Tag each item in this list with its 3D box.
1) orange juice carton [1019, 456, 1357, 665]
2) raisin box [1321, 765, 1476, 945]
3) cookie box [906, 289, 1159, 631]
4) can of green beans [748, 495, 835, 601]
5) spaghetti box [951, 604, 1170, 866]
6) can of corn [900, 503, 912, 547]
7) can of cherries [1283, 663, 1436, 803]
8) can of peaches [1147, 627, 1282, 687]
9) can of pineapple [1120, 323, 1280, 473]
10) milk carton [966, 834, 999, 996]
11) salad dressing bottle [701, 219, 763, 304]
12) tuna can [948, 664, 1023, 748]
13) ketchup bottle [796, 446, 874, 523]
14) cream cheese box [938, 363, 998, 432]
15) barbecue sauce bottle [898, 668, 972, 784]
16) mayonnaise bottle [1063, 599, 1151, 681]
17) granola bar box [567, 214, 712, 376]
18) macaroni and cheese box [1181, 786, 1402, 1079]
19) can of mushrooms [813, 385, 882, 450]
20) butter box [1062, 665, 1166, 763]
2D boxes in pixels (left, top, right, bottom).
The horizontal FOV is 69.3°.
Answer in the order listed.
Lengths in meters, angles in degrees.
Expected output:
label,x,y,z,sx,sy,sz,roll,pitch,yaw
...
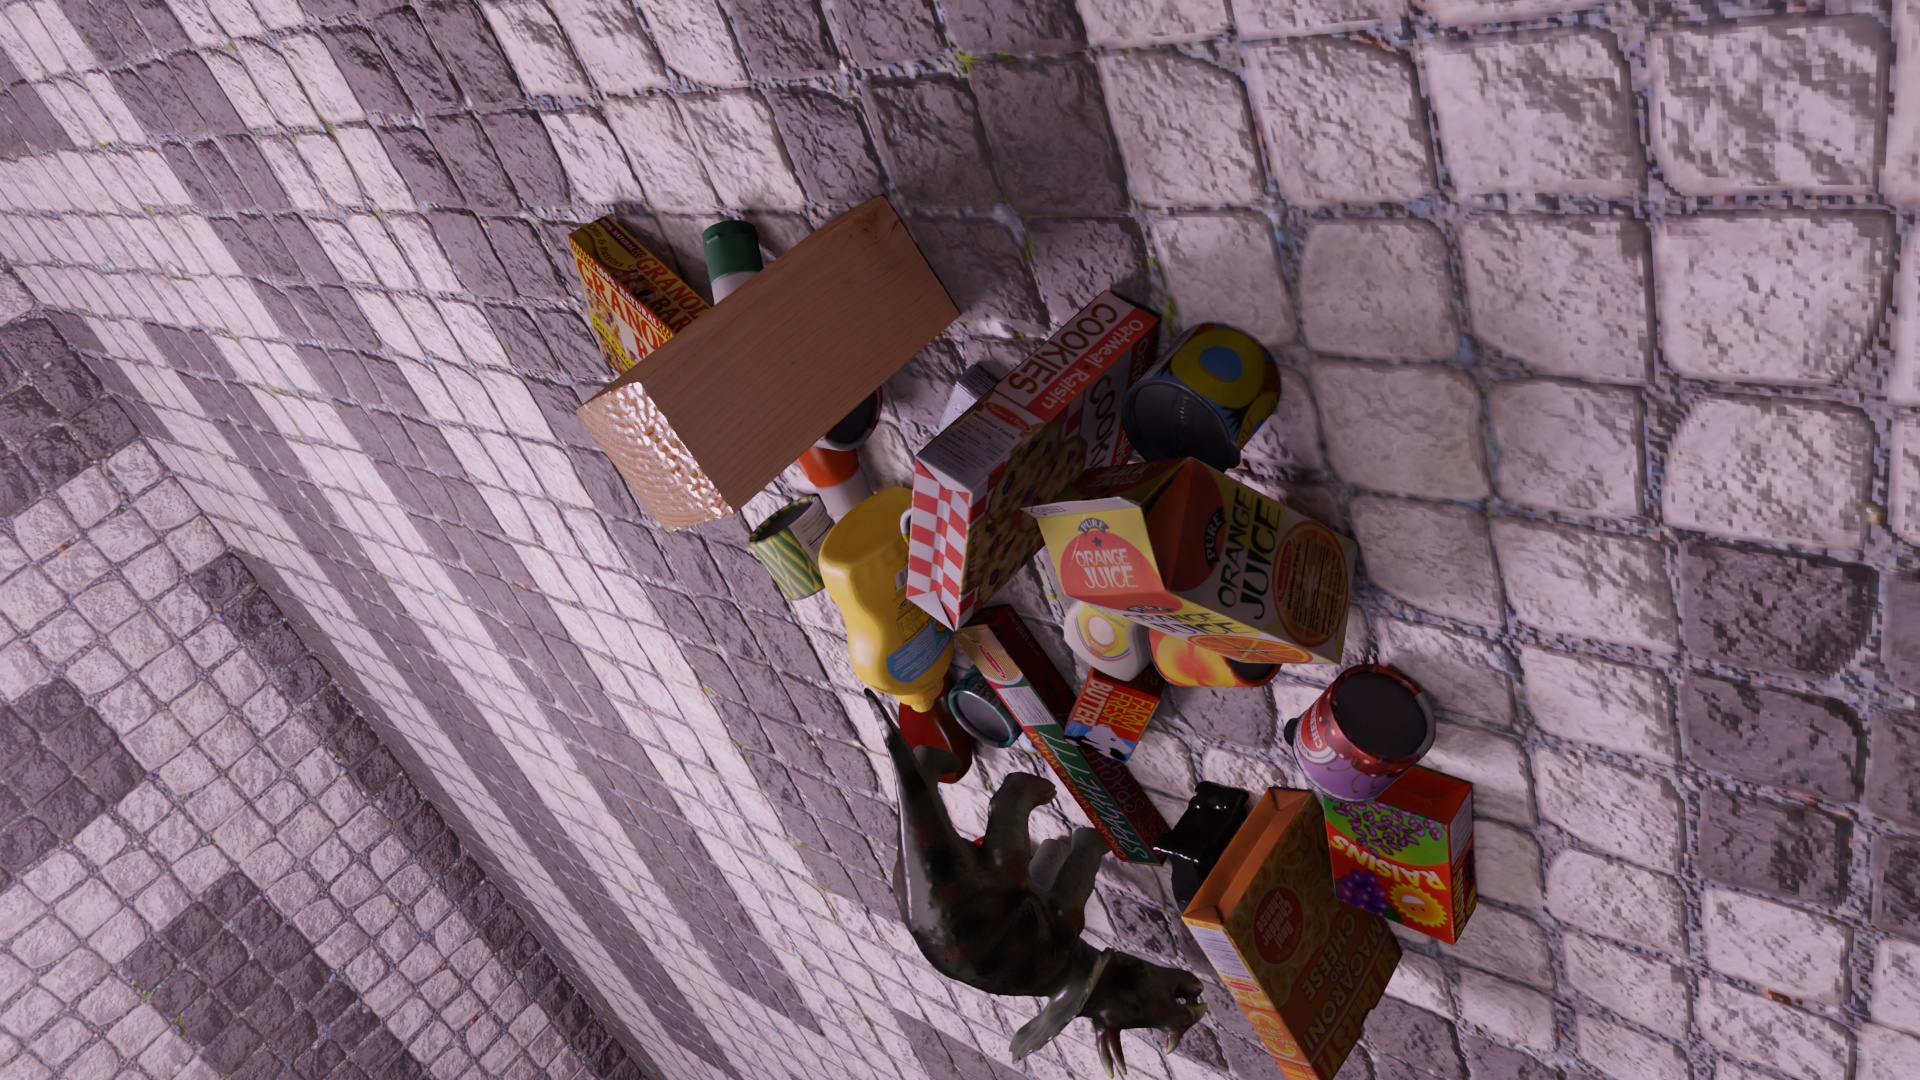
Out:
label,x,y,z,sx,sy,sz,roll,pitch,yaw
orange juice carton,0.123,0.009,0.736,0.192,0.073,0.071,22,164,-38
raisin box,0.282,0.195,0.894,0.086,0.040,0.122,15,137,36
cookie box,0.041,-0.044,0.765,0.040,0.168,0.122,34,147,21
can of green beans,-0.126,0.006,1.103,0.071,0.071,0.057,-8,121,51
spaghetti box,0.082,0.154,1.079,0.050,0.029,0.249,-13,118,53
can of corn,0.003,-0.012,0.946,0.071,0.058,0.070,29,145,23
can of cherries,0.236,0.114,0.823,0.071,0.072,0.058,37,147,11
can of peaches,0.159,0.058,0.848,0.058,0.071,0.071,-7,122,50
can of pineapple,0.129,-0.072,0.737,0.071,0.058,0.070,29,145,23
milk carton,0.031,0.348,1.318,0.072,0.074,0.189,30,145,22
salad dressing bottle,-0.138,-0.136,0.912,0.064,0.044,0.148,-19,79,29
tuna can,0.025,0.132,1.112,0.071,0.033,0.070,29,146,22
ketchup bottle,-0.105,-0.078,1.000,0.065,0.043,0.148,40,158,56
cream cheese box,0.036,-0.062,0.884,0.104,0.024,0.053,38,148,10
barbecue sauce bottle,-0.024,0.143,1.171,0.065,0.044,0.147,25,143,26
mayonnaise bottle,0.105,0.030,0.897,0.065,0.041,0.147,33,147,20
granola bar box,-0.219,-0.146,1.021,0.166,0.039,0.123,42,152,30
macaroni and cheese box,0.234,0.274,0.959,0.040,0.124,0.166,-5,125,51
can of mushrooms,-0.086,-0.097,0.942,0.033,0.071,0.070,13,136,40
butter box,0.110,0.121,1.001,0.053,0.024,0.103,19,145,4
